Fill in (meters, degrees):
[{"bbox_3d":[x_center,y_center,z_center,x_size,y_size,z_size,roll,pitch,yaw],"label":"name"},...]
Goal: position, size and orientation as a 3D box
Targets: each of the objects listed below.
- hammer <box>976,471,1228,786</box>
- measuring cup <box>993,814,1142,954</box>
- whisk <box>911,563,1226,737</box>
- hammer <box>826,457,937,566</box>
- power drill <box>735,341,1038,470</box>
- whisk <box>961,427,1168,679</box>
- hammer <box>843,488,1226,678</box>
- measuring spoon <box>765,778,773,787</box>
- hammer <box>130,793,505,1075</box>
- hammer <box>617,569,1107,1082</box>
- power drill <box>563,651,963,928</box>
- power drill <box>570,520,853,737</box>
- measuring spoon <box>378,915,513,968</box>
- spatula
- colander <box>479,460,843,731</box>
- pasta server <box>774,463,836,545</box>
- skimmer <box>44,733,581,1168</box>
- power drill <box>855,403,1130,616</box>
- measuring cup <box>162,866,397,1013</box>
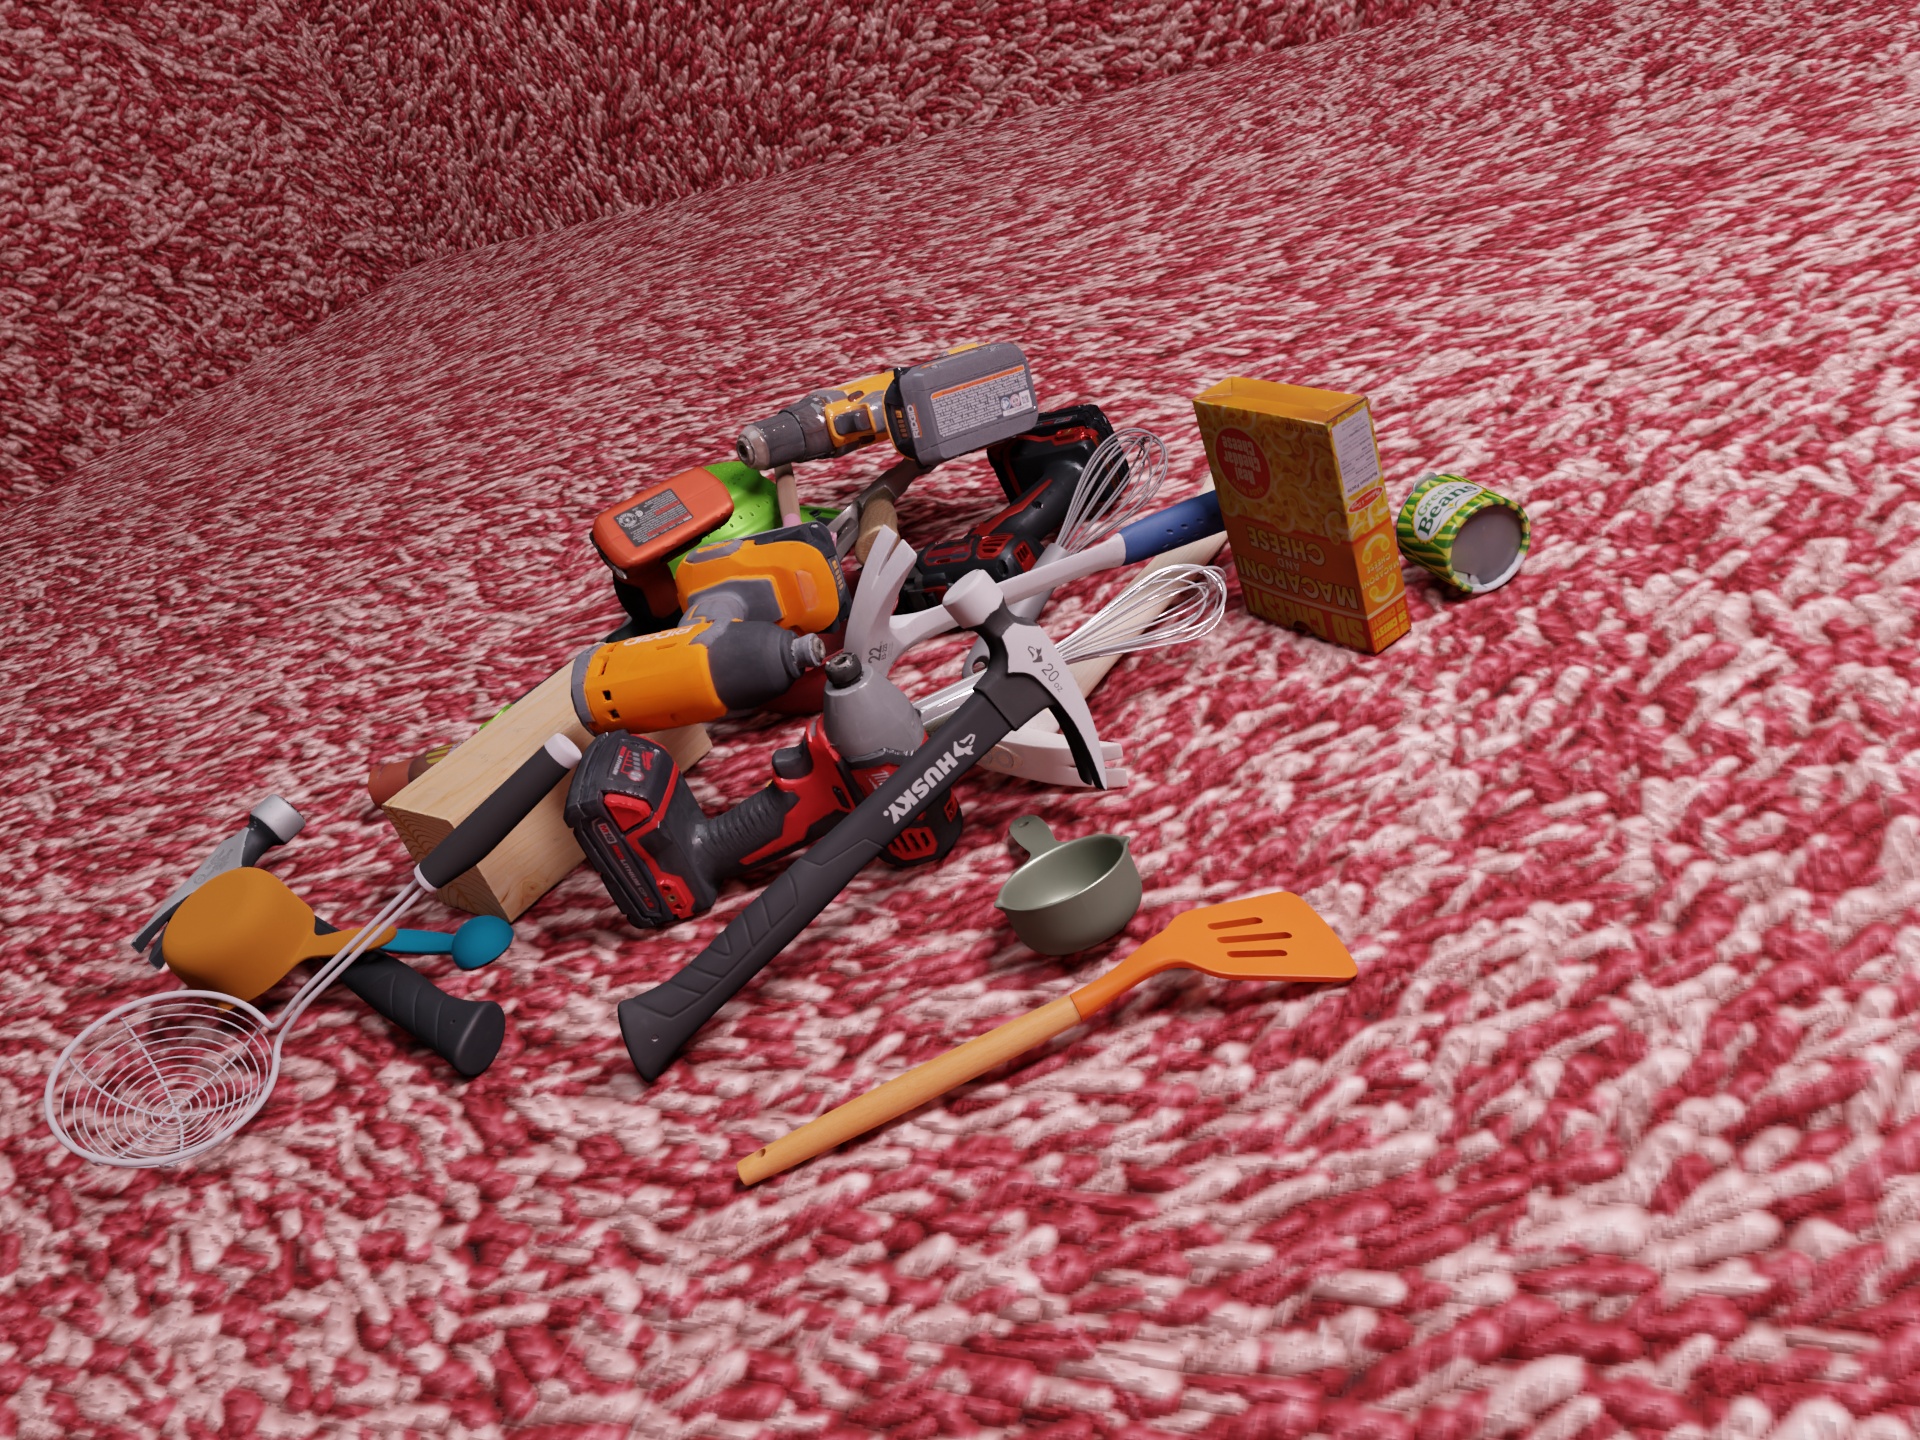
[{"bbox_3d":[0.141,-0.087,1.135,0.146,0.038,0.411,10,40,33],"label":"hammer"},{"bbox_3d":[0.055,0.089,0.908,0.083,0.038,0.168,-27,13,-3],"label":"measuring cup"},{"bbox_3d":[0.064,-0.042,1.021,0.246,0.059,0.058,-25,62,-11],"label":"whisk"},{"bbox_3d":[-0.069,-0.162,1.290,0.130,0.031,0.331,-42,12,8],"label":"hammer"},{"bbox_3d":[-0.067,-0.253,1.327,0.185,0.084,0.226,-24,19,-30],"label":"power drill"},{"bbox_3d":[0.076,-0.119,1.162,0.239,0.055,0.055,-54,38,-10],"label":"whisk"},{"bbox_3d":[0.099,-0.115,1.064,0.405,0.144,0.035,-23,51,-28],"label":"hammer"},{"bbox_3d":[-0.084,0.052,1.070,0.117,0.011,0.021,7,38,34],"label":"measuring spoon"},{"bbox_3d":[-0.427,0.154,1.067,0.409,0.036,0.149,16,55,43],"label":"hammer"},{"bbox_3d":[-0.061,0.078,0.904,0.335,0.146,0.035,-44,17,-9],"label":"hammer"},{"bbox_3d":[-0.121,0.041,0.977,0.219,0.143,0.079,-15,32,13],"label":"power drill"},{"bbox_3d":[-0.147,-0.063,1.081,0.164,0.084,0.227,-10,22,17],"label":"power drill"},{"bbox_3d":[-0.355,0.143,1.066,0.129,0.021,0.042,-2,34,30],"label":"measuring spoon"},{"bbox_3d":[0.039,0.162,0.800,0.322,0.041,0.081,-26,29,-2],"label":"spatula"},{"bbox_3d":[-0.271,-0.125,1.389,0.205,0.094,0.397,12,42,43],"label":"colander"},{"bbox_3d":[-0.143,-0.183,1.332,0.060,0.040,0.316,-5,29,-7],"label":"pasta server"},{"bbox_3d":[-0.383,0.127,0.953,0.363,0.090,0.127,-43,53,3],"label":"skimmer"},{"bbox_3d":[0.020,-0.158,1.292,0.188,0.080,0.227,-4,37,39],"label":"power drill"},{"bbox_3d":[-0.442,0.133,1.029,0.173,0.052,0.095,-9,42,27],"label":"measuring cup"}]
